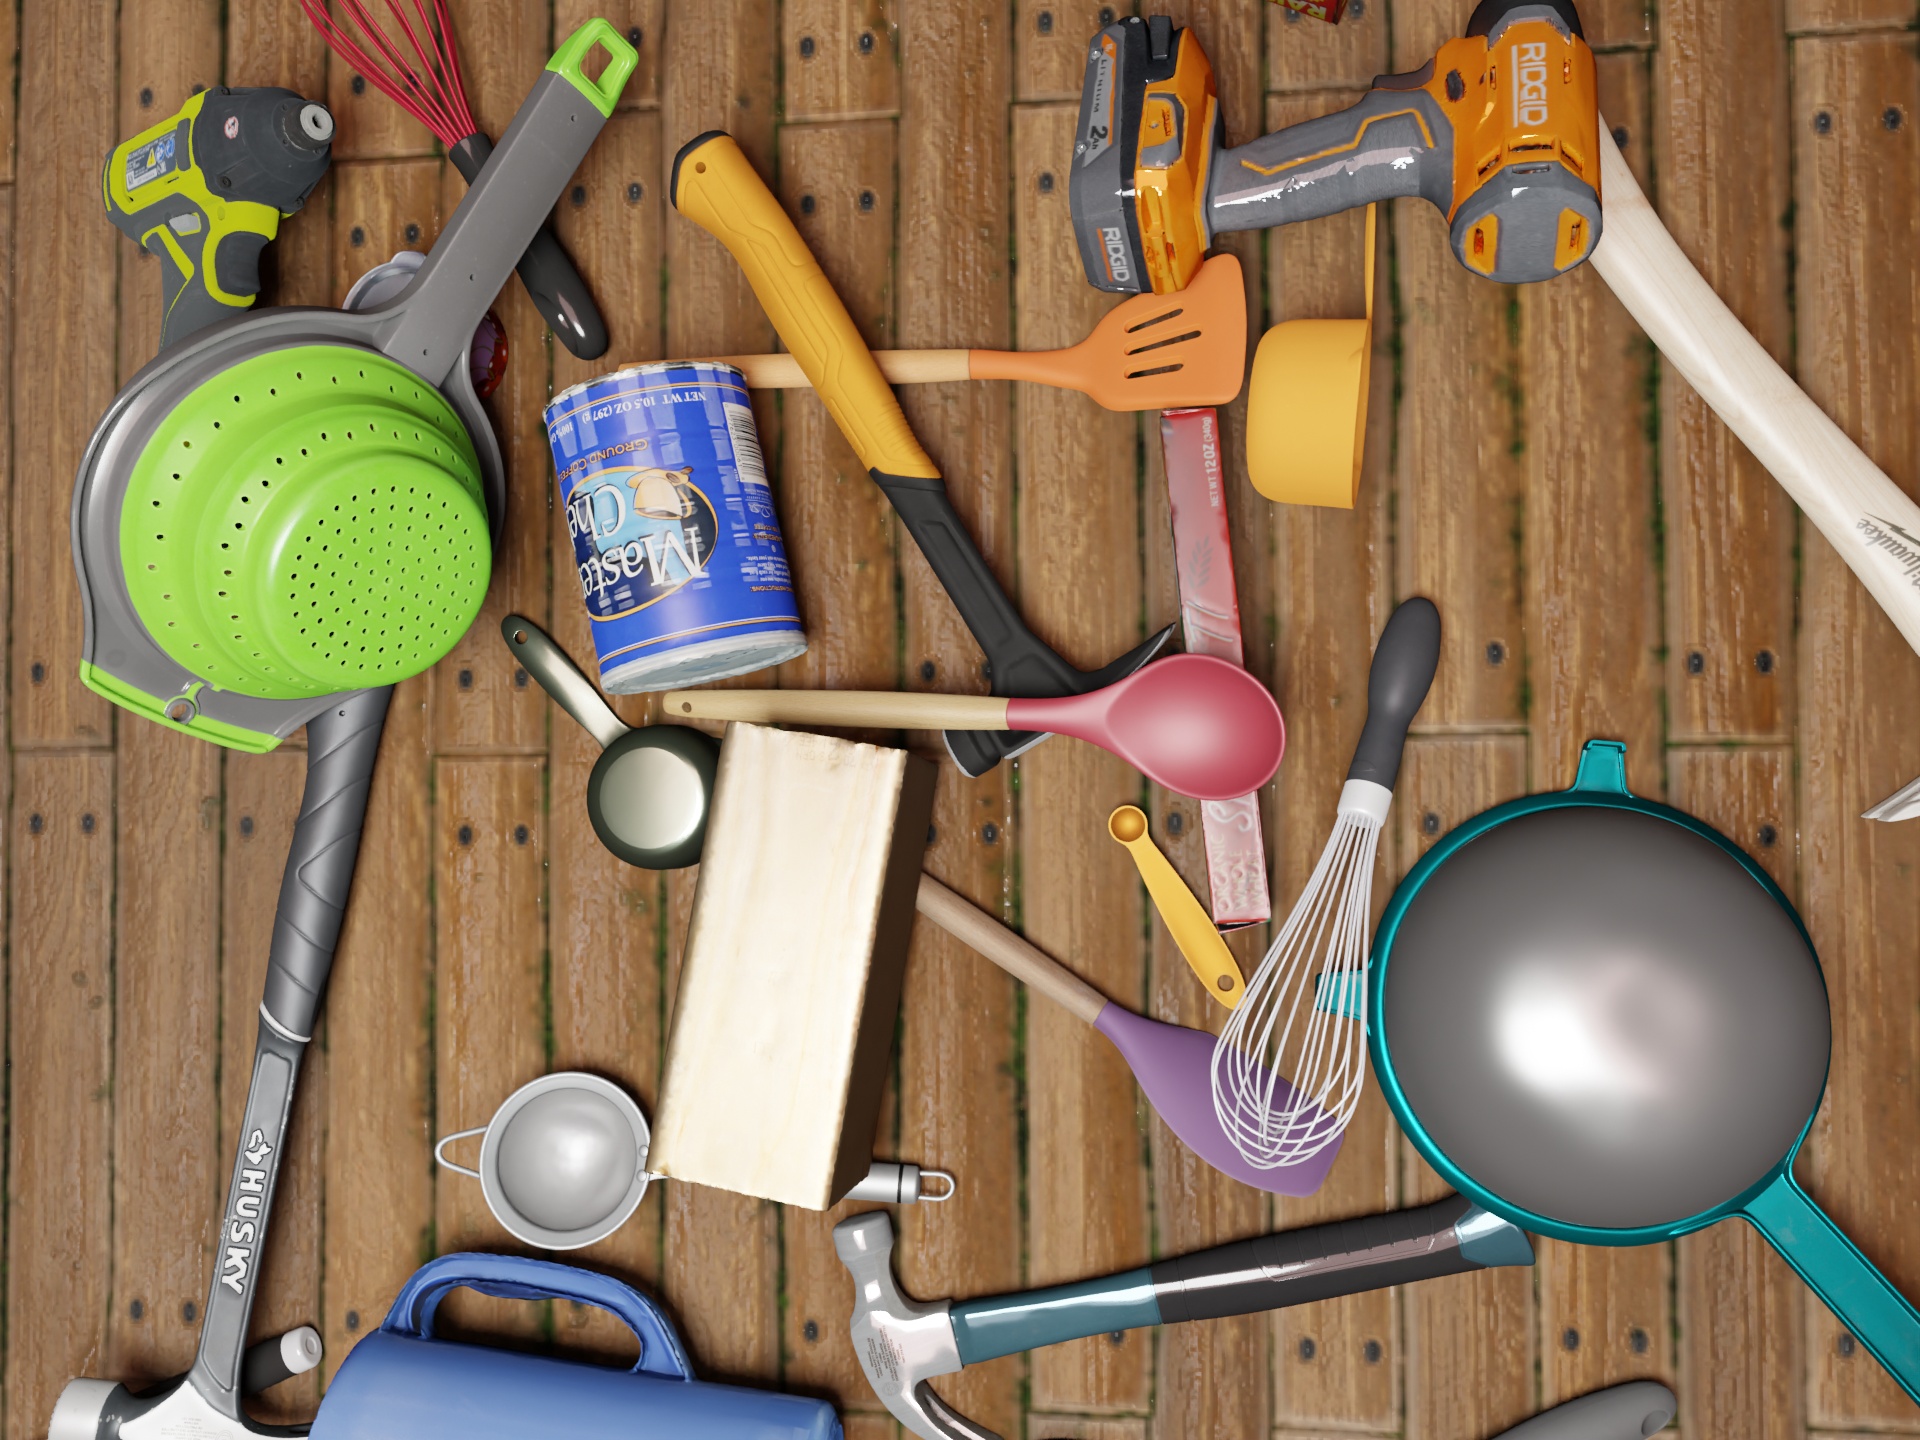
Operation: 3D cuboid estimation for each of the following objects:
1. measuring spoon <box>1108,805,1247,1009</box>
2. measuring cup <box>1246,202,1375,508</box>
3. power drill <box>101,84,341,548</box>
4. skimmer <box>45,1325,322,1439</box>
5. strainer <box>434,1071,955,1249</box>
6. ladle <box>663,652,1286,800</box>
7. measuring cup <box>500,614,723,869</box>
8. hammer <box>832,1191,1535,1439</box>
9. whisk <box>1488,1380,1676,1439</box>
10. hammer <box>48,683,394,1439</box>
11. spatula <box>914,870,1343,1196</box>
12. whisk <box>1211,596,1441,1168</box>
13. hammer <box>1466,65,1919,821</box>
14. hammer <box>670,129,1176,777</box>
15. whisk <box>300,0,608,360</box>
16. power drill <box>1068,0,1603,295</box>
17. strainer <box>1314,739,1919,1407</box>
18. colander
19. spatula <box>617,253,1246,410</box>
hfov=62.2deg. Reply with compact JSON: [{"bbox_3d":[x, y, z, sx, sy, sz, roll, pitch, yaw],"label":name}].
[{"bbox_3d":[0.109,0.093,0.794,0.021,0.011,0.117,-32,88,9],"label":"measuring spoon"},{"bbox_3d":[0.171,-0.185,0.766,0.052,0.095,0.174,4,70,16],"label":"measuring cup"},{"bbox_3d":[-0.369,-0.199,0.804,0.171,0.080,0.223,-1,90,38],"label":"power drill"},{"bbox_3d":[-0.514,0.393,0.824,0.363,0.090,0.127,-23,70,4],"label":"skimmer"},{"bbox_3d":[-0.131,0.228,0.806,0.258,0.050,0.087,4,78,2],"label":"strainer"},{"bbox_3d":[-0.001,-0.002,0.764,0.315,0.031,0.069,2,105,19],"label":"ladle"},{"bbox_3d":[-0.185,0.007,0.818,0.083,0.038,0.167,-44,86,4],"label":"measuring cup"},{"bbox_3d":[0.109,0.276,0.776,0.331,0.033,0.128,-14,86,7],"label":"hammer"},{"bbox_3d":[0.226,0.362,0.754,0.239,0.055,0.055,-23,86,2],"label":"whisk"},{"bbox_3d":[-0.348,0.177,0.822,0.149,0.036,0.409,10,84,-5],"label":"hammer"},{"bbox_3d":[0.047,0.132,0.791,0.316,0.018,0.060,34,59,9],"label":"spatula"},{"bbox_3d":[0.179,0.068,0.734,0.070,0.070,0.285,18,73,8],"label":"whisk"},{"bbox_3d":[0.368,-0.147,0.752,0.146,0.038,0.411,-38,84,6],"label":"hammer"},{"bbox_3d":[-0.032,-0.143,0.776,0.127,0.034,0.337,-32,91,19],"label":"hammer"},{"bbox_3d":[-0.267,-0.316,0.831,0.073,0.073,0.296,-32,90,6],"label":"whisk"},{"bbox_3d":[0.173,-0.277,0.733,0.226,0.084,0.164,1,64,17],"label":"power drill"},{"bbox_3d":[0.334,0.178,0.695,0.211,0.095,0.340,-40,76,-2],"label":"strainer"},{"bbox_3d":[-0.246,-0.150,0.742,0.095,0.204,0.397,29,87,38],"label":"colander"},{"bbox_3d":[-0.020,-0.184,0.801,0.322,0.041,0.081,0,73,9],"label":"spatula"}]
